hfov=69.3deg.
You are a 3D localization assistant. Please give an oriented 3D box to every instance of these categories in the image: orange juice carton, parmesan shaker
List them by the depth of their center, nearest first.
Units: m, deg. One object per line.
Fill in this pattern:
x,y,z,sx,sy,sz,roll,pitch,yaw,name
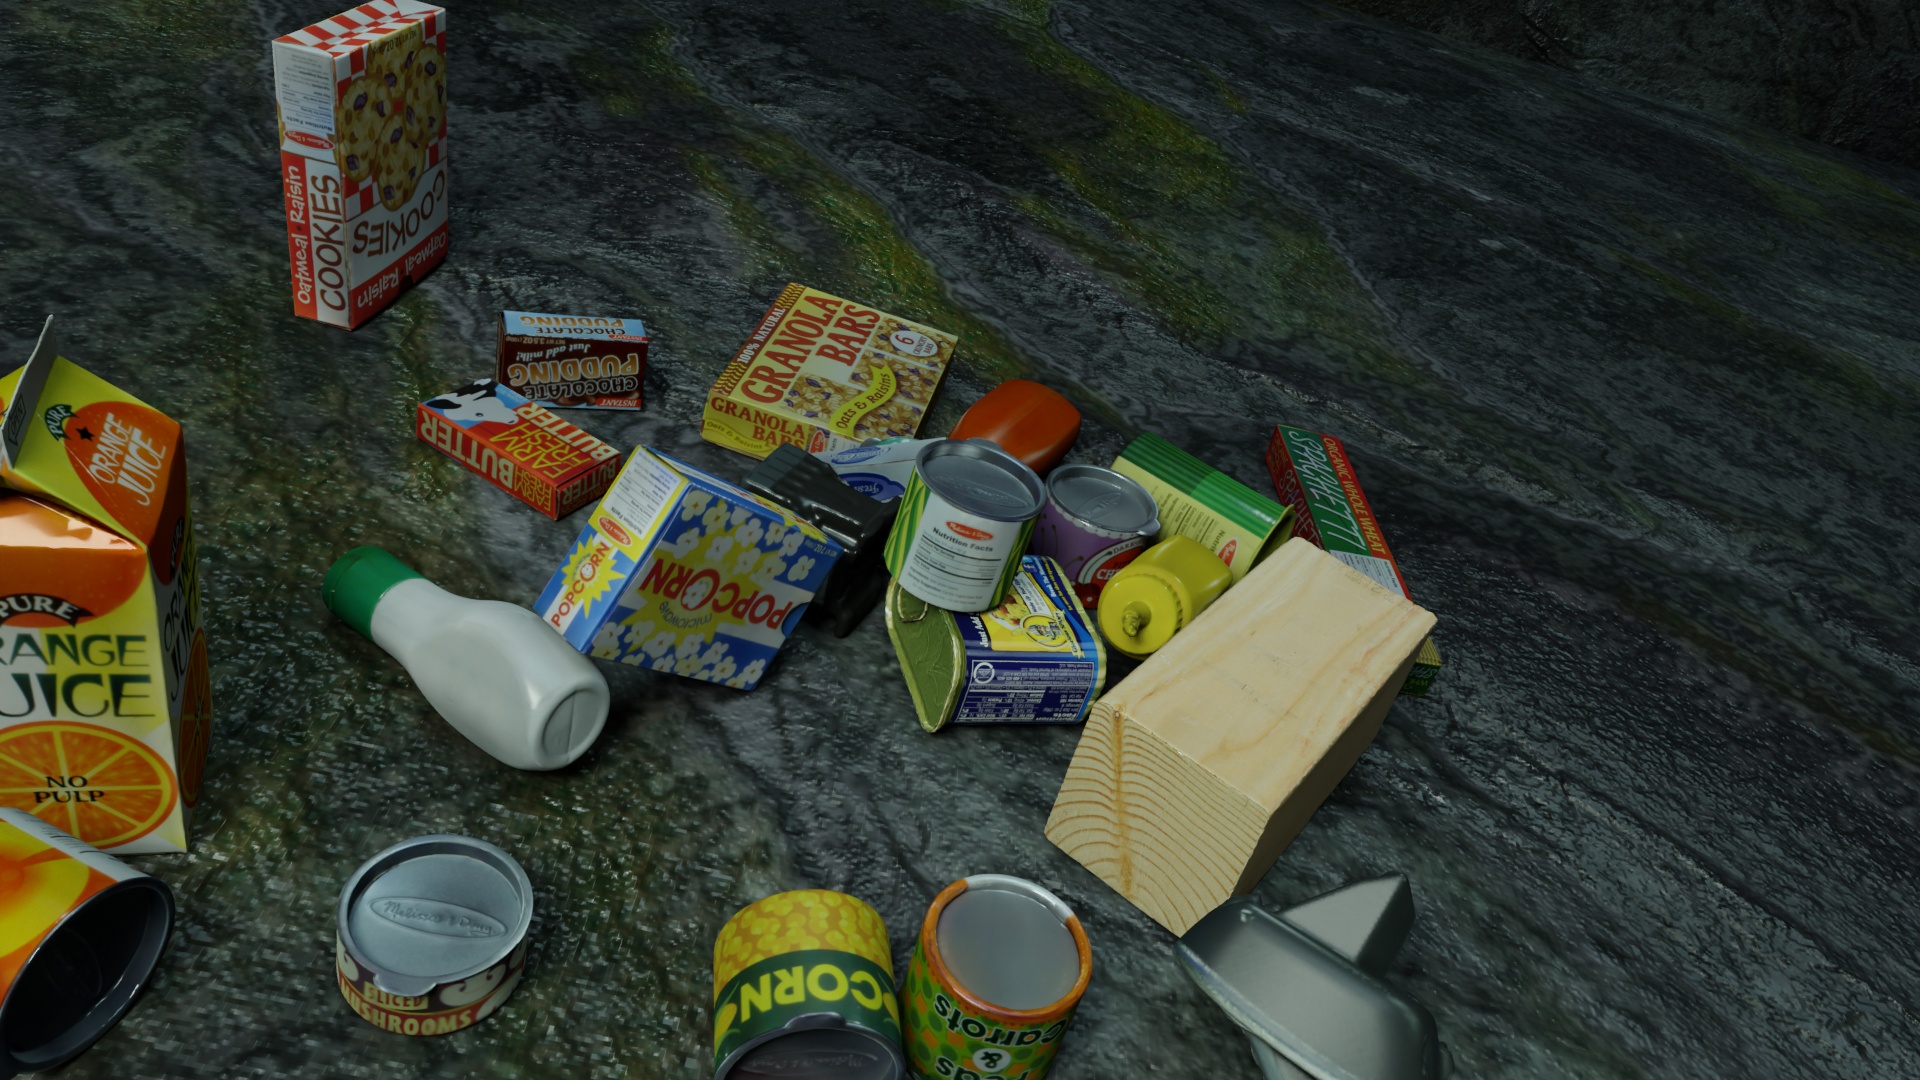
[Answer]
-0.310,0.021,0.482,0.073,0.191,0.072,2,38,-20,orange juice carton
0.142,-0.016,0.839,0.103,0.071,0.071,33,37,22,parmesan shaker

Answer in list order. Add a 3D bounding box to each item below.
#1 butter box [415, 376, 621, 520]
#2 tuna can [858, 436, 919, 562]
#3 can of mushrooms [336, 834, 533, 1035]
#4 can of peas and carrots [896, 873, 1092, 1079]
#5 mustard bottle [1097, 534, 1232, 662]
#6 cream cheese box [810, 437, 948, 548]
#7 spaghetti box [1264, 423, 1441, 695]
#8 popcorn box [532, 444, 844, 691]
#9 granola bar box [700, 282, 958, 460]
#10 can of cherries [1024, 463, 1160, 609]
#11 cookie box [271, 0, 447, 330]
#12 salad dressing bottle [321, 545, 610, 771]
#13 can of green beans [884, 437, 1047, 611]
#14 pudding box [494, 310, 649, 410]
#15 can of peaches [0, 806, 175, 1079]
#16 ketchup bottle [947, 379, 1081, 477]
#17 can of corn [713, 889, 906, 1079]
-0.243,-0.052,0.764,0.103,0.024,0.053,29,35,17,butter box
-0.035,-0.023,0.775,0.071,0.070,0.033,24,35,9,tuna can
-0.191,0.144,0.502,0.071,0.033,0.071,12,34,-8,can of mushrooms
0.011,0.172,0.528,0.071,0.058,0.071,11,34,-8,can of peas and carrots
0.102,0.032,0.717,0.049,0.065,0.160,37,13,13,mustard bottle
-0.048,-0.022,0.742,0.104,0.053,0.024,-5,29,26,cream cheese box
0.246,0.004,0.893,0.050,0.028,0.251,11,35,-9,spaghetti box
-0.117,0.016,0.621,0.038,0.085,0.126,34,3,29,popcorn box
-0.079,-0.099,0.888,0.124,0.038,0.166,18,34,1,granola bar box
0.075,-0.001,0.800,0.071,0.058,0.072,12,34,-8,can of cherries
-0.355,-0.228,0.837,0.040,0.166,0.123,15,34,2,cookie box
-0.219,0.047,0.606,0.148,0.064,0.044,26,28,26,salad dressing bottle
0.002,-0.007,0.674,0.071,0.057,0.071,15,33,-10,can of green beans
-0.230,-0.105,0.822,0.084,0.049,0.030,1,36,-24,pudding box
-0.304,0.129,0.446,0.058,0.071,0.071,24,35,10,can of peaches
0.018,-0.054,0.863,0.065,0.043,0.149,27,36,16,ketchup bottle
-0.055,0.166,0.497,0.071,0.070,0.058,7,35,-15,can of corn
